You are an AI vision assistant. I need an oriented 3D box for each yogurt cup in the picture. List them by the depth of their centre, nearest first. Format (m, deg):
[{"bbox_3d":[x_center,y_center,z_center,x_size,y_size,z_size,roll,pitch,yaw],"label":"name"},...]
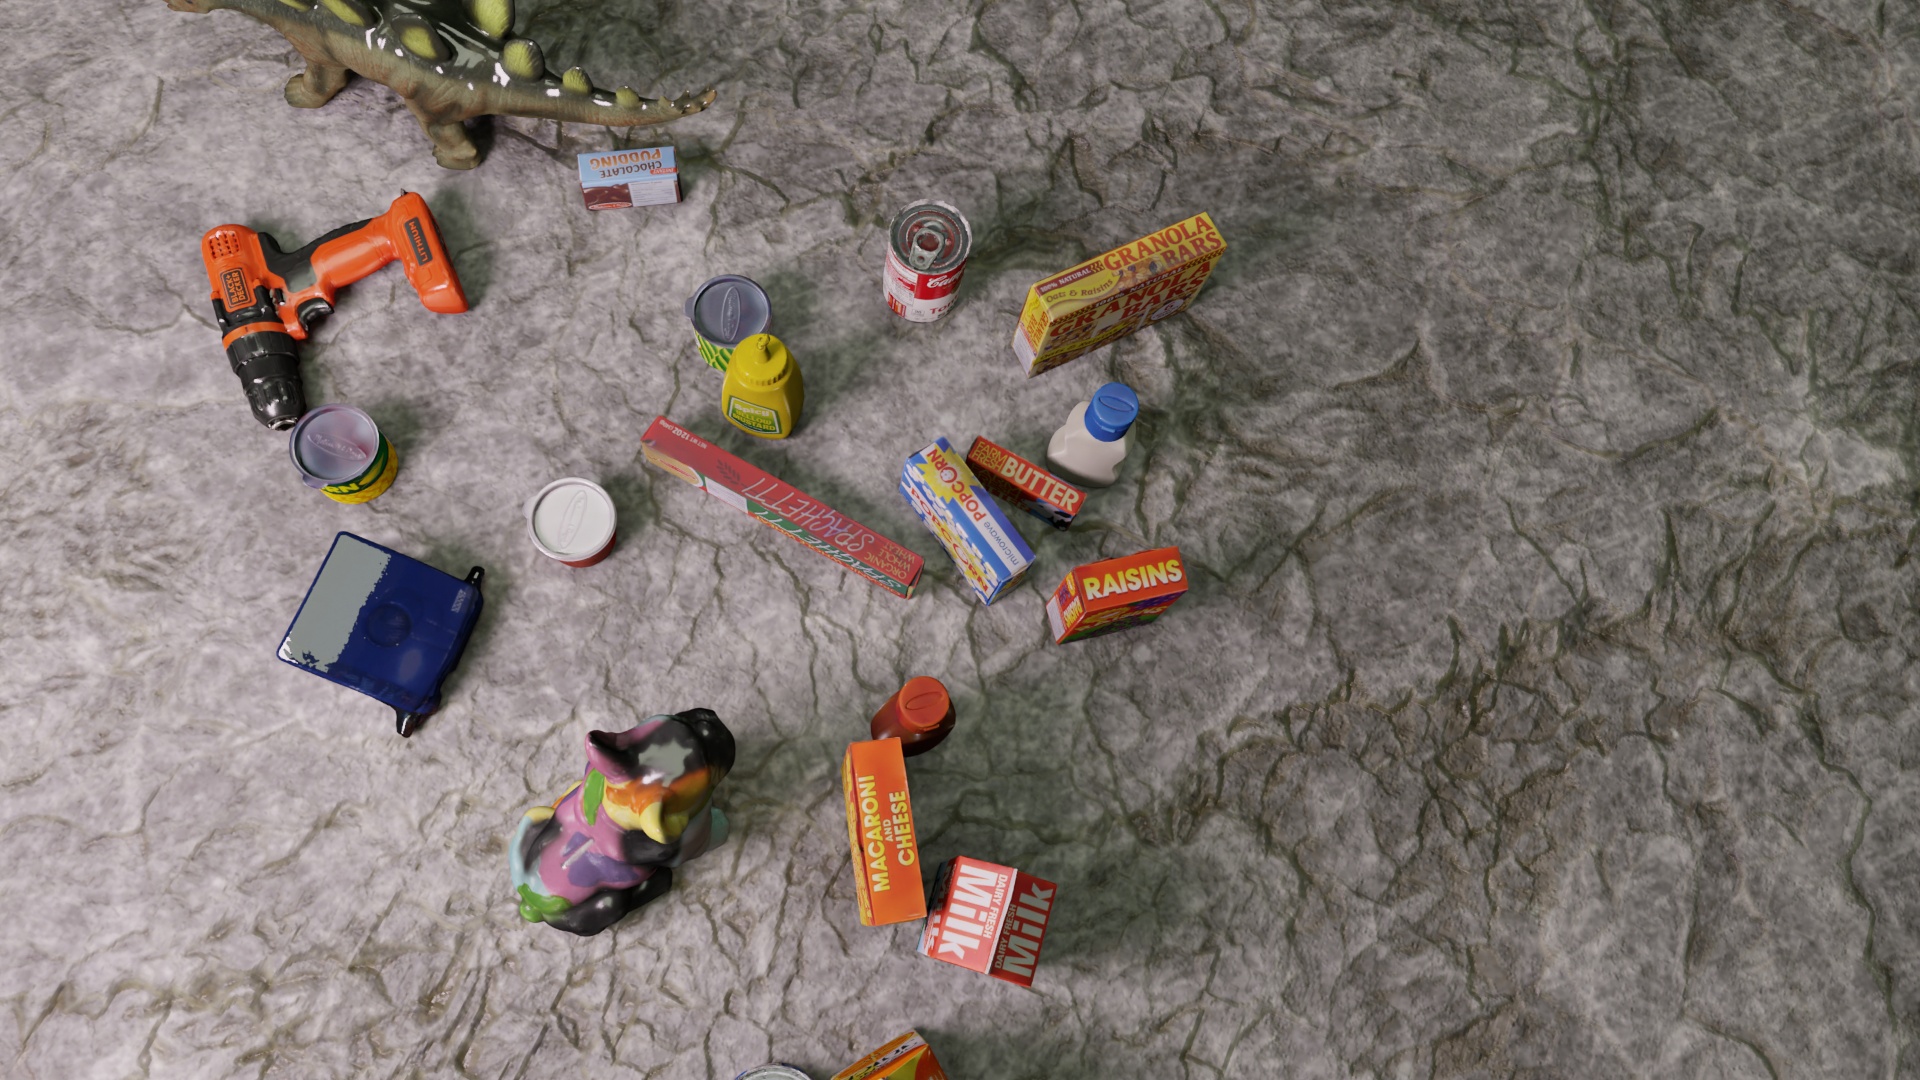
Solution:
[{"bbox_3d":[-0.305,-0.011,1.104,0.072,0.053,0.072,2,74,-6],"label":"yogurt cup"}]

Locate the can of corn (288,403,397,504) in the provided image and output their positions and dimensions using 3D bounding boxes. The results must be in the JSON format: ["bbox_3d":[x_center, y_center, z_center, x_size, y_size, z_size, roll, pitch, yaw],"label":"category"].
[{"bbox_3d":[-0.487,-0.065,1.096,0.071,0.058,0.071,2,74,-6],"label":"can of corn"}]

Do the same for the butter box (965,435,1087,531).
[{"bbox_3d":[0.051,-0.046,1.155,0.103,0.053,0.024,29,74,2],"label":"butter box"}]

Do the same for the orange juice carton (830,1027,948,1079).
[{"bbox_3d":[-0.040,0.390,0.947,0.073,0.192,0.072,-27,79,-13],"label":"orange juice carton"}]

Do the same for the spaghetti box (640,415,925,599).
[{"bbox_3d":[-0.143,-0.025,1.128,0.250,0.050,0.029,28,74,2],"label":"spaghetti box"}]

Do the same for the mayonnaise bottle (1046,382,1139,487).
[{"bbox_3d":[0.111,-0.085,1.123,0.065,0.147,0.041,17,74,-1],"label":"mayonnaise bottle"}]

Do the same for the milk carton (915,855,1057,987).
[{"bbox_3d":[0.018,0.270,0.989,0.073,0.190,0.072,17,74,-2],"label":"milk carton"}]

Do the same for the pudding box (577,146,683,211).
[{"bbox_3d":[-0.284,-0.311,1.194,0.084,0.049,0.030,-8,76,-9],"label":"pudding box"}]

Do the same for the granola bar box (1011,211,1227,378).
[{"bbox_3d":[0.130,-0.206,1.172,0.166,0.124,0.039,-25,79,-12],"label":"granola bar box"}]

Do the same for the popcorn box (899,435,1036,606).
[{"bbox_3d":[0.004,-0.014,1.124,0.038,0.085,0.127,-35,81,-14],"label":"popcorn box"}]

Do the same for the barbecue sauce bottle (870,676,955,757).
[{"bbox_3d":[-0.033,0.132,1.045,0.065,0.148,0.044,-16,77,-10],"label":"barbecue sauce bottle"}]

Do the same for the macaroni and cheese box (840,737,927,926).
[{"bbox_3d":[-0.059,0.215,1.008,0.040,0.166,0.124,-7,76,-8],"label":"macaroni and cheese box"}]

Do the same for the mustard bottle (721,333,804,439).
[{"bbox_3d":[-0.157,-0.127,1.098,0.065,0.159,0.049,17,74,-1],"label":"mustard bottle"}]

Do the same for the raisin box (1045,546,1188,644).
[{"bbox_3d":[0.122,0.044,1.100,0.086,0.123,0.040,-11,76,-9],"label":"raisin box"}]

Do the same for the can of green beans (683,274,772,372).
[{"bbox_3d":[-0.191,-0.181,1.163,0.071,0.057,0.071,2,74,-6],"label":"can of green beans"}]
